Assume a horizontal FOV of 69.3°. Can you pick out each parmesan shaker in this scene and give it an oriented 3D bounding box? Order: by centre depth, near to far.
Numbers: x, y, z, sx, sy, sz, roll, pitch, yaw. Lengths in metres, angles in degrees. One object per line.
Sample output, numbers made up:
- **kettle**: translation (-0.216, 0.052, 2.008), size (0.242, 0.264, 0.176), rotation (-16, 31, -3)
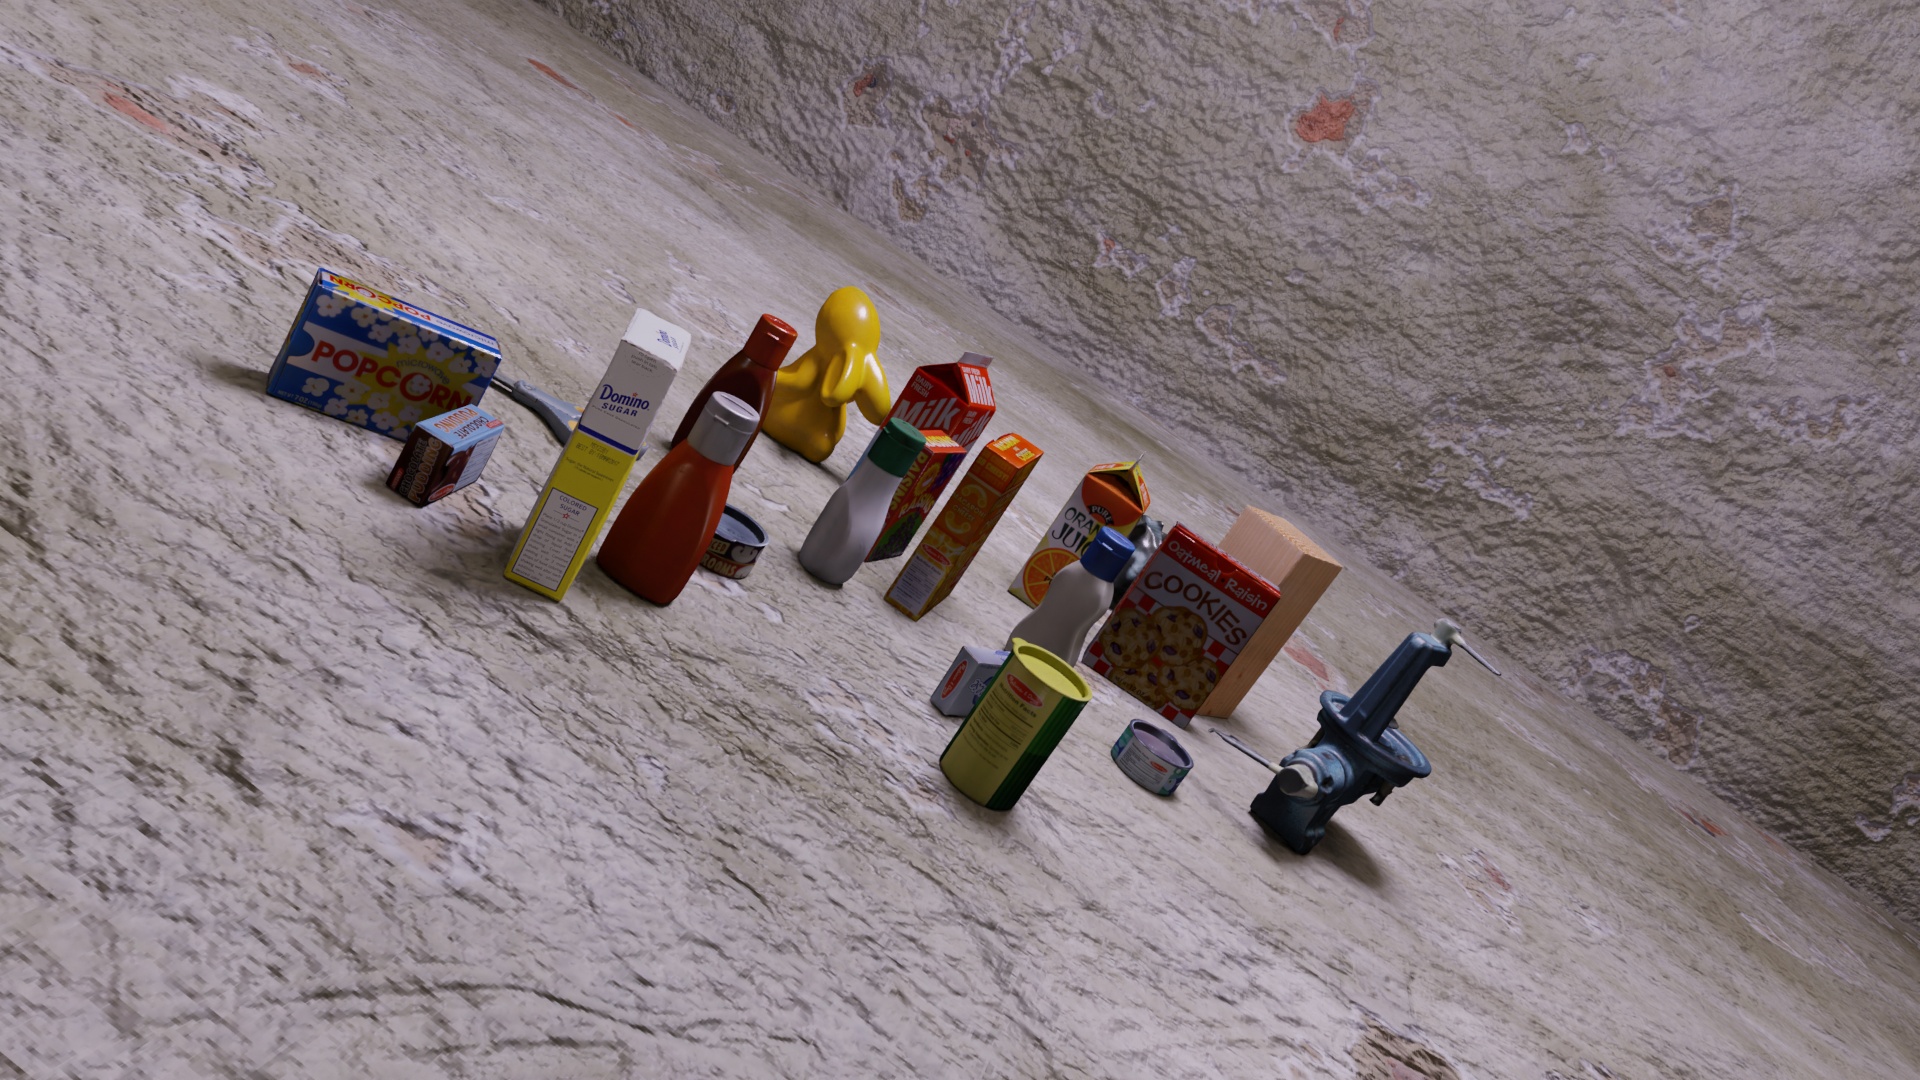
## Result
- **parmesan shaker**: translation (0.037, 0.131, 0.993), size (0.071, 0.102, 0.071), rotation (31, 16, -9)

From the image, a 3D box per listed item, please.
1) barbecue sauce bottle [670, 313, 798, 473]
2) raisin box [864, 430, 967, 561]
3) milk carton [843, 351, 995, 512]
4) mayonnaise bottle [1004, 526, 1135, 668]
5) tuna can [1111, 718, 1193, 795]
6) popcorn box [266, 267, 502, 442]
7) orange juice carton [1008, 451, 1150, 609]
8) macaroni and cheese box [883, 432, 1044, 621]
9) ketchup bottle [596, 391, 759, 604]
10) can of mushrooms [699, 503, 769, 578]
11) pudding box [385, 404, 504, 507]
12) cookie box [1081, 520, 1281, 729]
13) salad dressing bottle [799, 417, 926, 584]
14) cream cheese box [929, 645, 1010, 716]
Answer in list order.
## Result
- **barbecue sauce bottle**: translation (-0.196, -0.130, 1.234), size (0.065, 0.148, 0.044), rotation (31, 15, -9)
- **raisin box**: translation (-0.054, -0.043, 1.298), size (0.040, 0.123, 0.086), rotation (38, 16, 16)
- **milk carton**: translation (-0.031, -0.111, 1.421), size (0.073, 0.190, 0.072), rotation (38, 16, 18)
- **mayonnaise bottle**: translation (0.103, 0.057, 1.260), size (0.065, 0.147, 0.041), rotation (39, 16, 19)
- **tuna can**: translation (0.166, 0.188, 1.206), size (0.071, 0.032, 0.071), rotation (30, 16, -9)
- **popcorn box**: translation (-0.390, -0.119, 0.945), size (0.126, 0.085, 0.038), rotation (22, 19, -35)
- **orange juice carton**: translation (0.135, -0.011, 1.440), size (0.073, 0.192, 0.072), rotation (35, 15, 6)
- **macaroni and cheese box**: translation (0.004, -0.016, 1.250), size (0.040, 0.166, 0.124), rotation (35, 15, 6)
- **ketchup bottle**: translation (-0.189, -0.031, 0.954), size (0.065, 0.148, 0.043), rotation (34, 15, 1)
- **can of mushrooms**: translation (-0.186, -0.002, 1.083), size (0.071, 0.033, 0.071), rotation (30, 16, -9)
- **pudding box**: translation (-0.340, -0.058, 0.923), size (0.030, 0.049, 0.084), rotation (32, 16, -3)
- **cookie box**: translation (0.216, 0.083, 1.366), size (0.123, 0.167, 0.040), rotation (34, 15, 2)
- **salad dressing bottle**: translation (-0.081, -0.034, 1.172), size (0.044, 0.147, 0.064), rotation (22, 19, -35)
- **cream cheese box**: translation (0.025, 0.115, 1.111), size (0.104, 0.053, 0.024), rotation (13, 25, -51)
